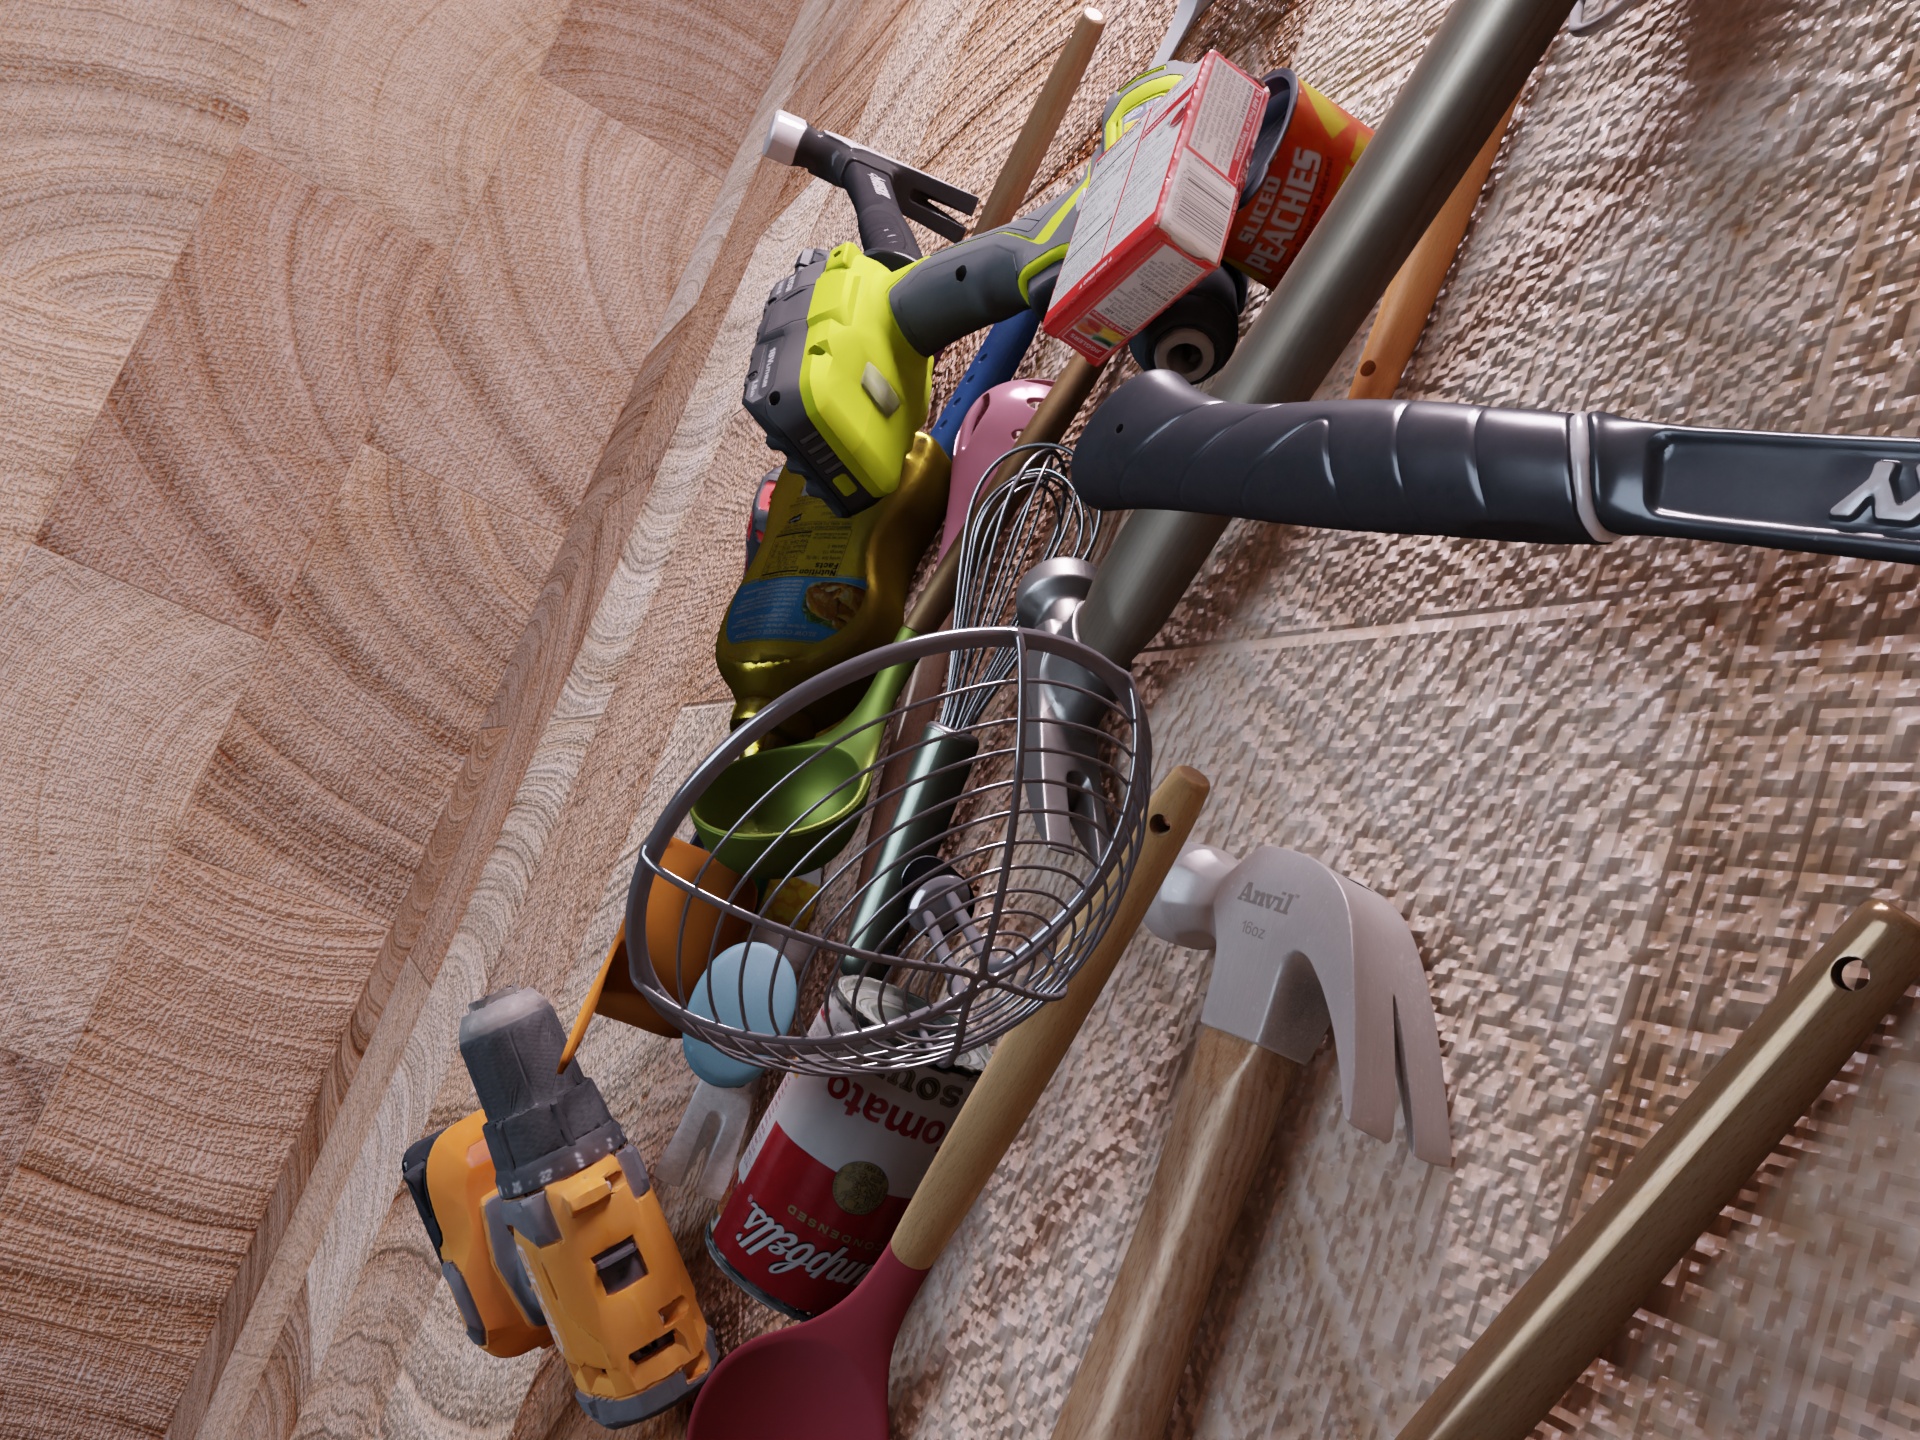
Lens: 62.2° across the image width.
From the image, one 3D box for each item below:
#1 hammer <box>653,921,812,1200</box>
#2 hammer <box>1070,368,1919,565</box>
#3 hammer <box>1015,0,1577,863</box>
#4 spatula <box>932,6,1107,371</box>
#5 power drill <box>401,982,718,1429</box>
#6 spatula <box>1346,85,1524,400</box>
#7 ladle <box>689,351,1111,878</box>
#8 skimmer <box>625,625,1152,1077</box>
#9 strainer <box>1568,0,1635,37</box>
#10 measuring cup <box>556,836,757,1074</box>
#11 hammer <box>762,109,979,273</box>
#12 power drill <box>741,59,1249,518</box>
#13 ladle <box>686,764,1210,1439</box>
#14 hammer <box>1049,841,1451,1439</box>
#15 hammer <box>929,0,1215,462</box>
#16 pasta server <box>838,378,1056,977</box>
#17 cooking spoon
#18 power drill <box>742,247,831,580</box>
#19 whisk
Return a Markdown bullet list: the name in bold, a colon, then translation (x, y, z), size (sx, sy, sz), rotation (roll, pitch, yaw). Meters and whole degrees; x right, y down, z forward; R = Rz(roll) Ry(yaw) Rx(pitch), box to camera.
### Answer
- **hammer**: translation (-0.086, 0.124, 0.616), size (0.331, 0.033, 0.128), rotation (119, 171, -74)
- **hammer**: translation (0.142, -0.042, 0.316), size (0.409, 0.036, 0.149), rotation (21, 88, 60)
- **hammer**: translation (0.116, -0.130, 0.471), size (0.146, 0.038, 0.410), rotation (-92, 24, -47)
- **spatula**: translation (0.015, -0.278, 0.915), size (0.315, 0.018, 0.060), rotation (127, 160, -57)
- **power drill**: translation (-0.198, 0.217, 0.739), size (0.226, 0.084, 0.185), rotation (-25, 88, 60)
- **spatula**: translation (0.185, -0.250, 0.517), size (0.081, 0.041, 0.322), rotation (20, 86, 44)
- **ladle**: translation (-0.013, -0.067, 0.717), size (0.078, 0.062, 0.320), rotation (24, 79, 45)
- **skimmer**: translation (-0.018, 0.037, 0.482), size (0.127, 0.090, 0.363), rotation (-32, 0, -4)
- **strainer**: translation (0.214, -0.300, 0.468), size (0.087, 0.050, 0.258), rotation (-3, 70, 51)
- **measuring cup**: translation (-0.130, 0.115, 0.694), size (0.174, 0.052, 0.095), rotation (-83, 14, -73)
- **hammer**: translation (-0.043, -0.298, 0.953), size (0.335, 0.146, 0.035), rotation (-104, 36, -60)
- **power drill**: translation (0.021, -0.177, 0.689), size (0.228, 0.080, 0.191), rotation (-21, 41, 25)
- **ladle**: translation (-0.006, 0.143, 0.481), size (0.315, 0.069, 0.031), rotation (-62, -15, 23)
- **hammer**: translation (0.035, 0.190, 0.399), size (0.130, 0.031, 0.331), rotation (3, 69, 68)
- **hammer**: translation (0.042, -0.230, 0.841), size (0.405, 0.035, 0.144), rotation (-60, 21, 13)
- **pasta server**: translation (-0.007, -0.030, 0.753), size (0.060, 0.040, 0.316), rotation (-23, 50, 60)
- **cooking spoon**: translation (0.081, 0.163, 0.316), size (0.069, 0.017, 0.319), rotation (43, 106, 36)
- **power drill**: translation (-0.083, -0.162, 0.968), size (0.143, 0.078, 0.220), rotation (108, 173, -64)
- **whisk**: translation (-0.001, -0.002, 0.679), size (0.246, 0.059, 0.057), rotation (-69, -17, 1)
